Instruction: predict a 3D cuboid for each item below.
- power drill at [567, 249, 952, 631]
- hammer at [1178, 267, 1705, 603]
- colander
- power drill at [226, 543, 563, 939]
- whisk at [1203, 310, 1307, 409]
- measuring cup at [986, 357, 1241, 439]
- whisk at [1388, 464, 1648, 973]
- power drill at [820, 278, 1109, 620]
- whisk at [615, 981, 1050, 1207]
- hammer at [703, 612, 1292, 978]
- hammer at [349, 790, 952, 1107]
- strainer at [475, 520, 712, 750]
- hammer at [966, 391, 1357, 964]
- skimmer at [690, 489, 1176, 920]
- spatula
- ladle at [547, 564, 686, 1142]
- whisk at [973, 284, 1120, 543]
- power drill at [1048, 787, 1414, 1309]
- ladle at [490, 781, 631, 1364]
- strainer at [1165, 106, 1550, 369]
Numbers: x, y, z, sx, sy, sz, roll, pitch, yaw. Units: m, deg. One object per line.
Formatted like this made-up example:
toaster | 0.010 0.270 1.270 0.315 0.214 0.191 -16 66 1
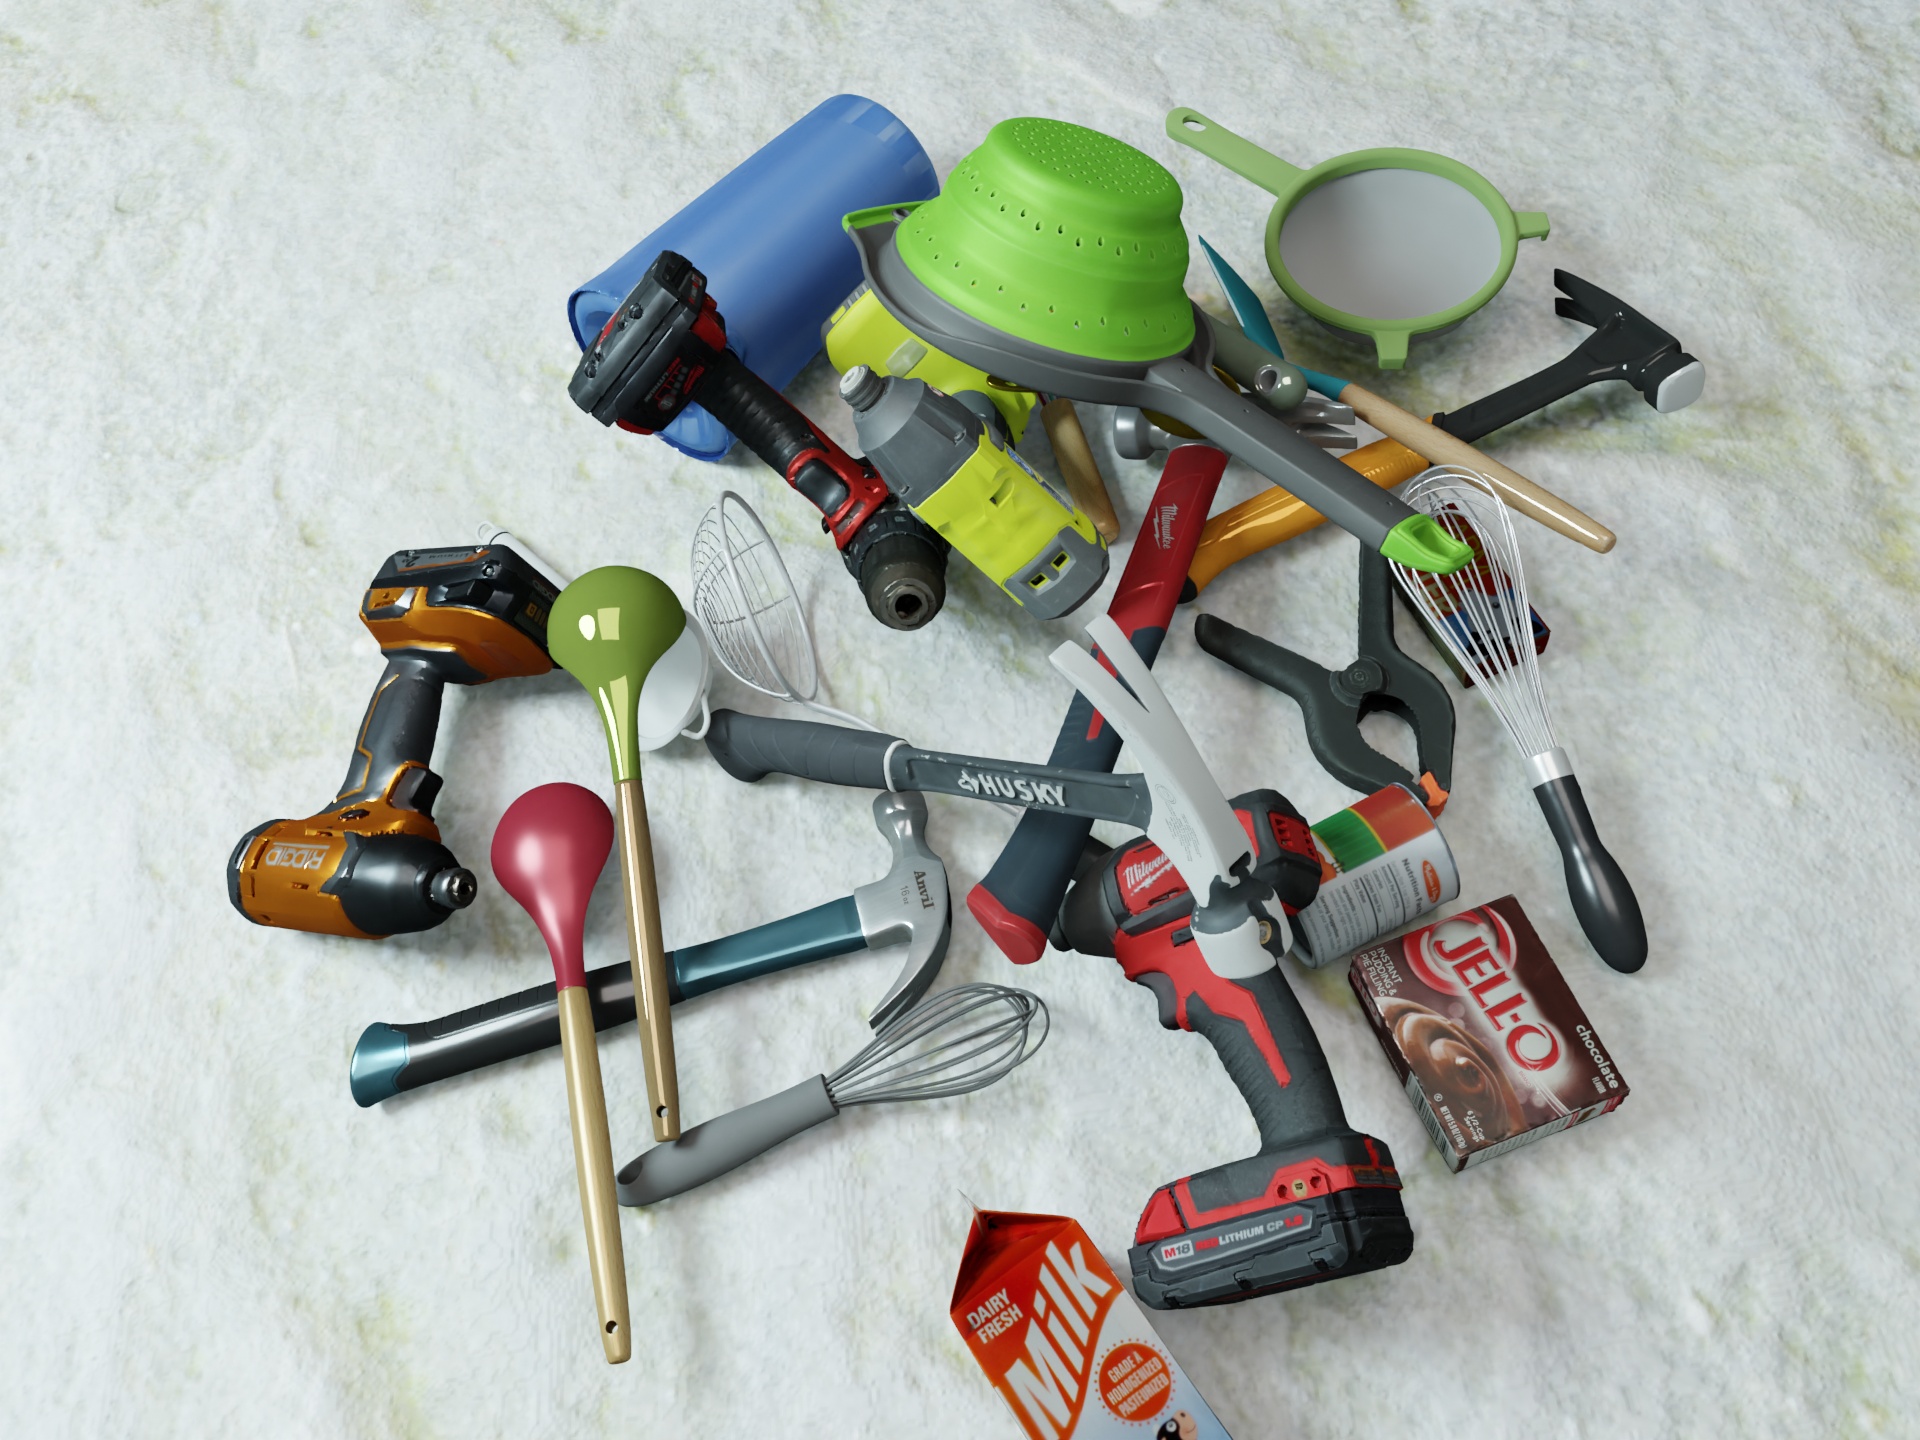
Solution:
power drill | -0.096 -0.143 0.867 0.080 0.226 0.188 -47 22 15
hammer | 0.256 -0.161 0.943 0.337 0.034 0.127 -26 46 -3
colander | 0.114 -0.217 0.837 0.397 0.094 0.204 39 40 23
power drill | -0.298 0.015 0.887 0.164 0.084 0.227 1 61 33
whisk | 0.130 -0.248 0.979 0.247 0.059 0.057 48 120 43
measuring cup | 0.083 -0.179 0.885 0.156 0.029 0.062 -5 44 -23
whisk | 0.295 -0.005 0.831 0.070 0.070 0.285 -17 74 -2
power drill | -0.009 -0.167 0.884 0.080 0.171 0.223 -42 31 16
whisk | -0.066 0.192 0.802 0.239 0.055 0.055 -24 61 0
hammer | -0.022 0.020 0.751 0.036 0.149 0.409 -38 23 -27
hammer | -0.163 0.139 0.849 0.331 0.033 0.128 -17 60 -1
strainer | -0.218 -0.059 0.959 0.259 0.050 0.087 37 101 29
hammer | 0.103 -0.039 0.843 0.143 0.038 0.387 6 52 25
skimmer | -0.001 -0.003 0.869 0.363 0.127 0.090 31 89 14
spatula | 0.246 -0.185 0.911 0.318 0.082 0.044 43 102 36
ladle | -0.171 0.062 0.847 0.078 0.062 0.320 -10 72 -1
whisk | 0.057 -0.216 1.006 0.047 0.051 0.245 -14 64 -7
power drill | 0.117 0.154 0.747 0.143 0.078 0.220 -26 62 29
ladle | -0.195 0.163 0.807 0.069 0.031 0.316 -15 61 -2
strainer | 0.229 -0.312 1.017 0.151 0.069 0.257 -42 63 -14
